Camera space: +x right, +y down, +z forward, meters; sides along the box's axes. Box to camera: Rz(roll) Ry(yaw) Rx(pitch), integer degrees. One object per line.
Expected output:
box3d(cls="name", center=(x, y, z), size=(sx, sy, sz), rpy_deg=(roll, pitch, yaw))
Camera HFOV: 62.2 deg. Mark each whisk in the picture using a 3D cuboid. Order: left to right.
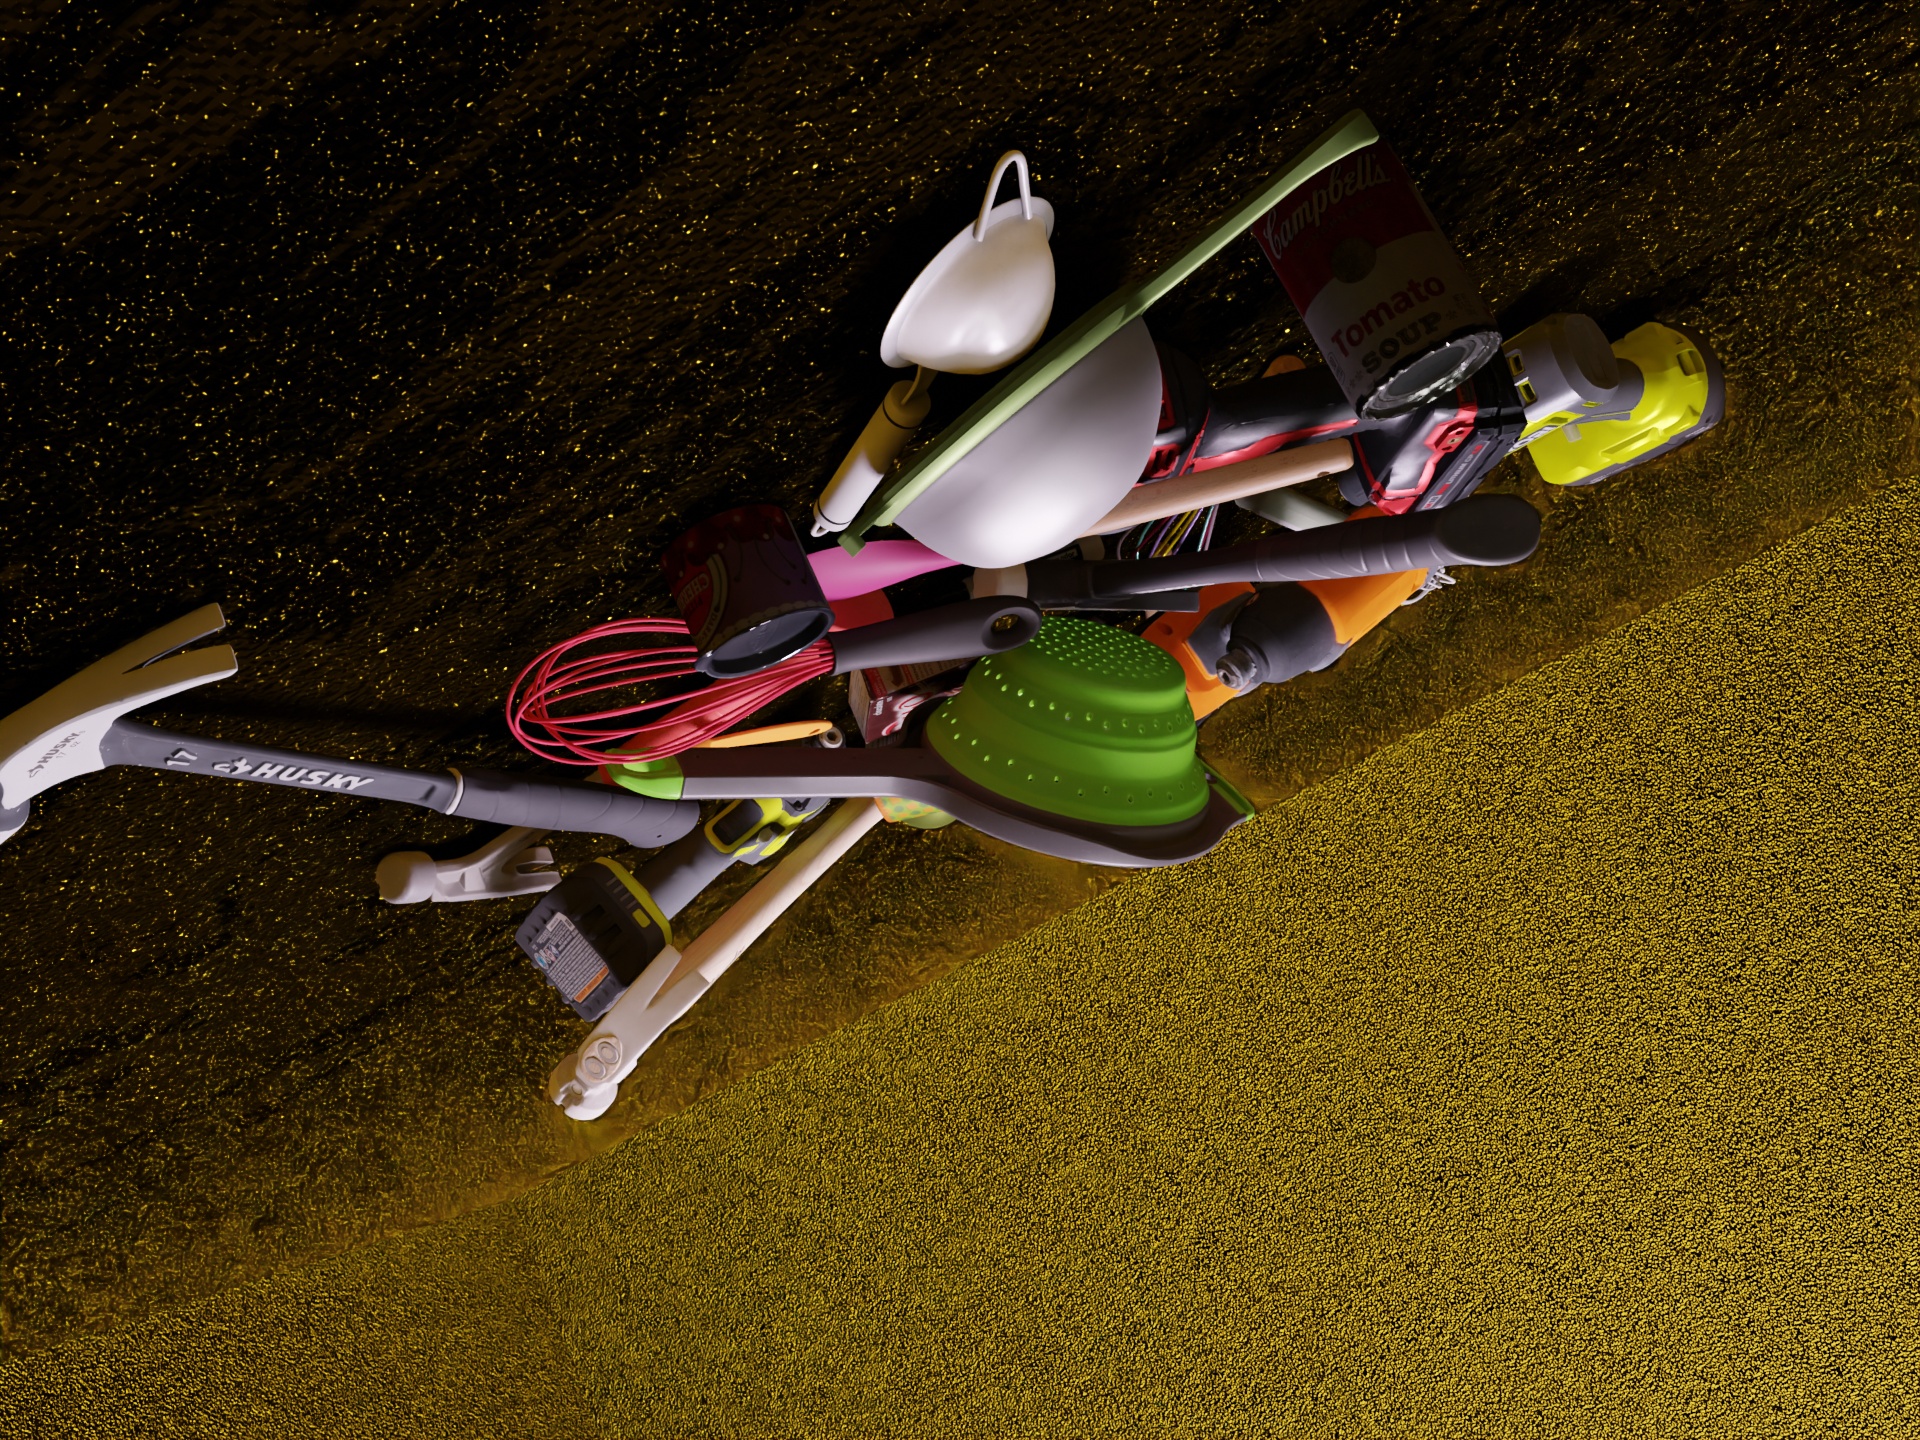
box3d(cls="whisk", center=(-0.086, -0.031, 0.820), size=(0.295, 0.073, 0.073), rpy_deg=(-12, 162, -26))
box3d(cls="whisk", center=(0.147, -0.135, 0.953), size=(0.047, 0.051, 0.245), rpy_deg=(-14, 160, -21))
box3d(cls="whisk", center=(0.266, -0.126, 1.094), size=(0.246, 0.058, 0.059), rpy_deg=(13, 108, -42))

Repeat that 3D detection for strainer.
box3d(cls="strainer", center=(-0.017, -0.136, 0.666), size=(0.087, 0.050, 0.258), rpy_deg=(-35, 176, -31))
box3d(cls="strainer", center=(0.074, -0.138, 0.650), size=(0.256, 0.069, 0.151), rpy_deg=(-35, -173, 29))

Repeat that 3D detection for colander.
box3d(cls="colander", center=(-0.001, -0.003, 0.909), size=(0.397, 0.205, 0.094), rpy_deg=(1, 115, -28))

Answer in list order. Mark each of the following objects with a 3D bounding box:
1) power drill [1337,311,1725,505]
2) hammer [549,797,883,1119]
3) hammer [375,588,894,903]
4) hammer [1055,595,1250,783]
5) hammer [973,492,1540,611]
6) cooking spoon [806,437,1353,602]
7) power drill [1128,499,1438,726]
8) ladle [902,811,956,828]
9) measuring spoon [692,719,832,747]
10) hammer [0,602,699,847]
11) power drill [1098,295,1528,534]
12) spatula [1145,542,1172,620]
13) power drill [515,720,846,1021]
box3d(cls="power drill", center=(0.378, -0.199, 1.055), size=(0.228, 0.080, 0.190), rpy_deg=(-11, 169, -38))
box3d(cls="hammer", center=(-0.112, 0.104, 1.056), size=(0.146, 0.038, 0.411), rpy_deg=(-48, 178, 34))
box3d(cls="hammer", center=(-0.181, 0.020, 0.953), size=(0.359, 0.037, 0.149), rpy_deg=(-31, 165, 24))
box3d(cls="hammer", center=(0.157, -0.026, 1.195), size=(0.331, 0.033, 0.128), rpy_deg=(-41, 170, -15))
box3d(cls="hammer", center=(0.155, -0.082, 0.827), size=(0.146, 0.035, 0.335), rpy_deg=(-3, -179, -32))
box3d(cls="cooking spoon", center=(0.031, -0.091, 0.775), size=(0.319, 0.017, 0.068), rpy_deg=(-12, 168, 22))
box3d(cls="power drill", center=(0.183, -0.055, 1.020), size=(0.164, 0.084, 0.226), rpy_deg=(-36, -176, -23))
box3d(cls="ladle", center=(-0.006, 0.006, 1.231), size=(0.078, 0.062, 0.320), rpy_deg=(-16, 157, -17))
box3d(cls="measuring spoon", center=(-0.117, 0.013, 0.935), size=(0.117, 0.011, 0.021), rpy_deg=(-10, 160, -48))
box3d(cls="hammer", center=(-0.259, 0.028, 0.772), size=(0.149, 0.036, 0.408), rpy_deg=(-32, 159, 19))
box3d(cls="power drill", center=(0.156, -0.143, 0.809), size=(0.219, 0.079, 0.143), rpy_deg=(-8, 162, -10))
box3d(cls="spatula", center=(0.159, -0.070, 1.214), size=(0.082, 0.044, 0.317), rpy_deg=(-44, 166, -5))
box3d(cls="power drill", center=(-0.171, 0.087, 1.043), size=(0.223, 0.080, 0.171), rpy_deg=(-41, 179, -37))
